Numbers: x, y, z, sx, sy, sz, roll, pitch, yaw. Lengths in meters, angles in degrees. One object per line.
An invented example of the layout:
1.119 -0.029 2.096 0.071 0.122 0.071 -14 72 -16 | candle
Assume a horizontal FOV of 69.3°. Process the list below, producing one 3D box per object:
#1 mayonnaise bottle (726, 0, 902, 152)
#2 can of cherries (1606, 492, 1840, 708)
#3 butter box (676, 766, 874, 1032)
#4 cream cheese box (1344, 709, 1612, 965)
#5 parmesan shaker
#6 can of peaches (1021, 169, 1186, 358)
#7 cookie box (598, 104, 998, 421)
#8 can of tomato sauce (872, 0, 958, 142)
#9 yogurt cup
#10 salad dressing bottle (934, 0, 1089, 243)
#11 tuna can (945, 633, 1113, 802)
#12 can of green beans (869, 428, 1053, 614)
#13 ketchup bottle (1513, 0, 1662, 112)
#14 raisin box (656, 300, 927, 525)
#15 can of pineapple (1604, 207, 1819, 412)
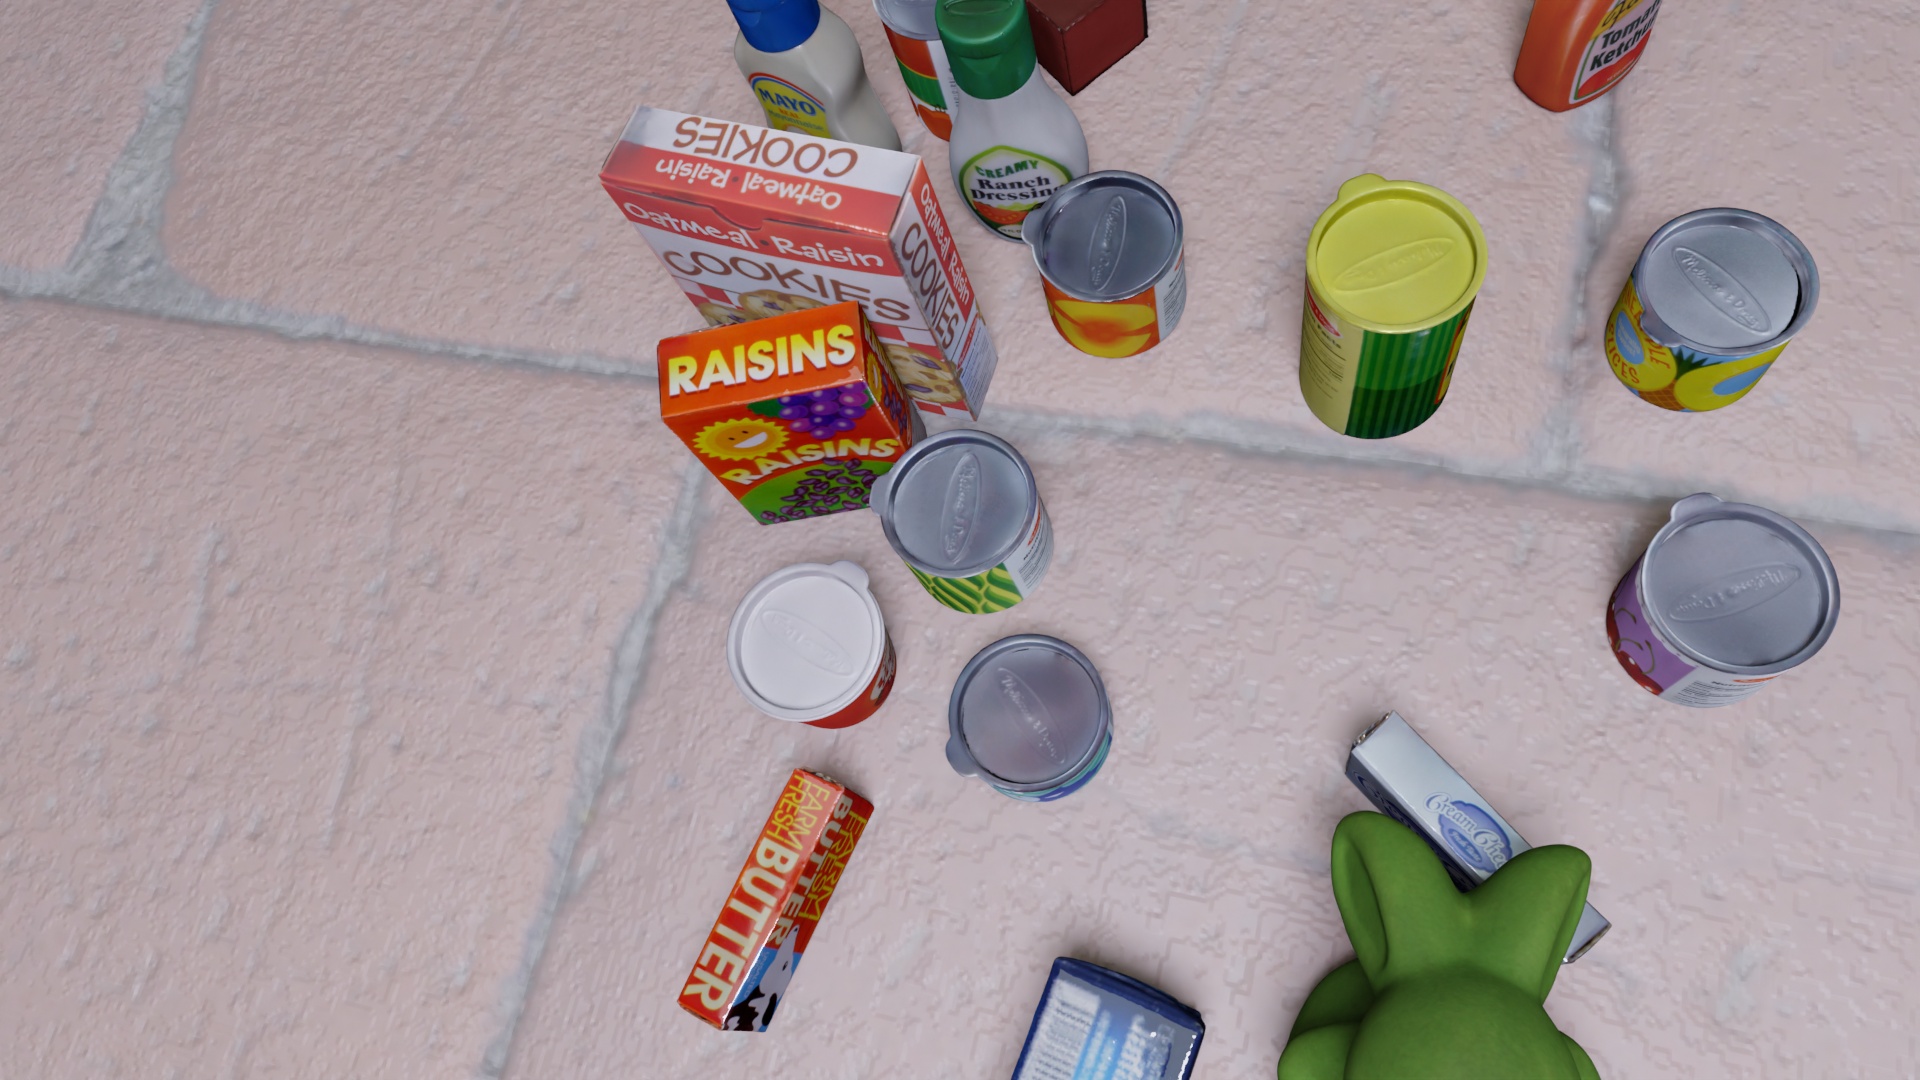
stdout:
-0.072 -0.216 0.644 0.065 0.147 0.041 22 77 18 | mayonnaise bottle
0.287 0.024 0.530 0.071 0.058 0.072 -4 70 10 | can of cherries
-0.073 0.146 0.563 0.024 0.053 0.104 22 76 18 | butter box
0.190 0.113 0.521 0.024 0.053 0.104 -41 68 -4 | cream cheese box
0.174 -0.094 0.572 0.071 0.103 0.071 -4 70 11 | parmesan shaker
0.067 -0.124 0.630 0.071 0.058 0.071 -4 70 10 | can of peaches
-0.060 -0.111 0.592 0.123 0.167 0.040 14 74 16 | cookie box
-0.001 -0.245 0.675 0.071 0.083 0.071 -4 70 10 | can of tomato sauce
-0.060 0.049 0.595 0.072 0.053 0.072 -4 70 10 | yogurt cup
0.021 -0.187 0.614 0.064 0.147 0.044 1 71 12 | salad dressing bottle
0.028 0.076 0.579 0.071 0.032 0.071 -4 70 10 | tuna can
0.004 -0.007 0.600 0.071 0.057 0.071 -4 70 10 | can of green beans
0.275 -0.247 0.583 0.065 0.148 0.043 -39 68 -3 | ketchup bottle
-0.067 -0.051 0.596 0.086 0.123 0.040 -9 69 8 | raisin box
0.303 -0.092 0.570 0.071 0.057 0.071 -4 70 10 | can of pineapple
